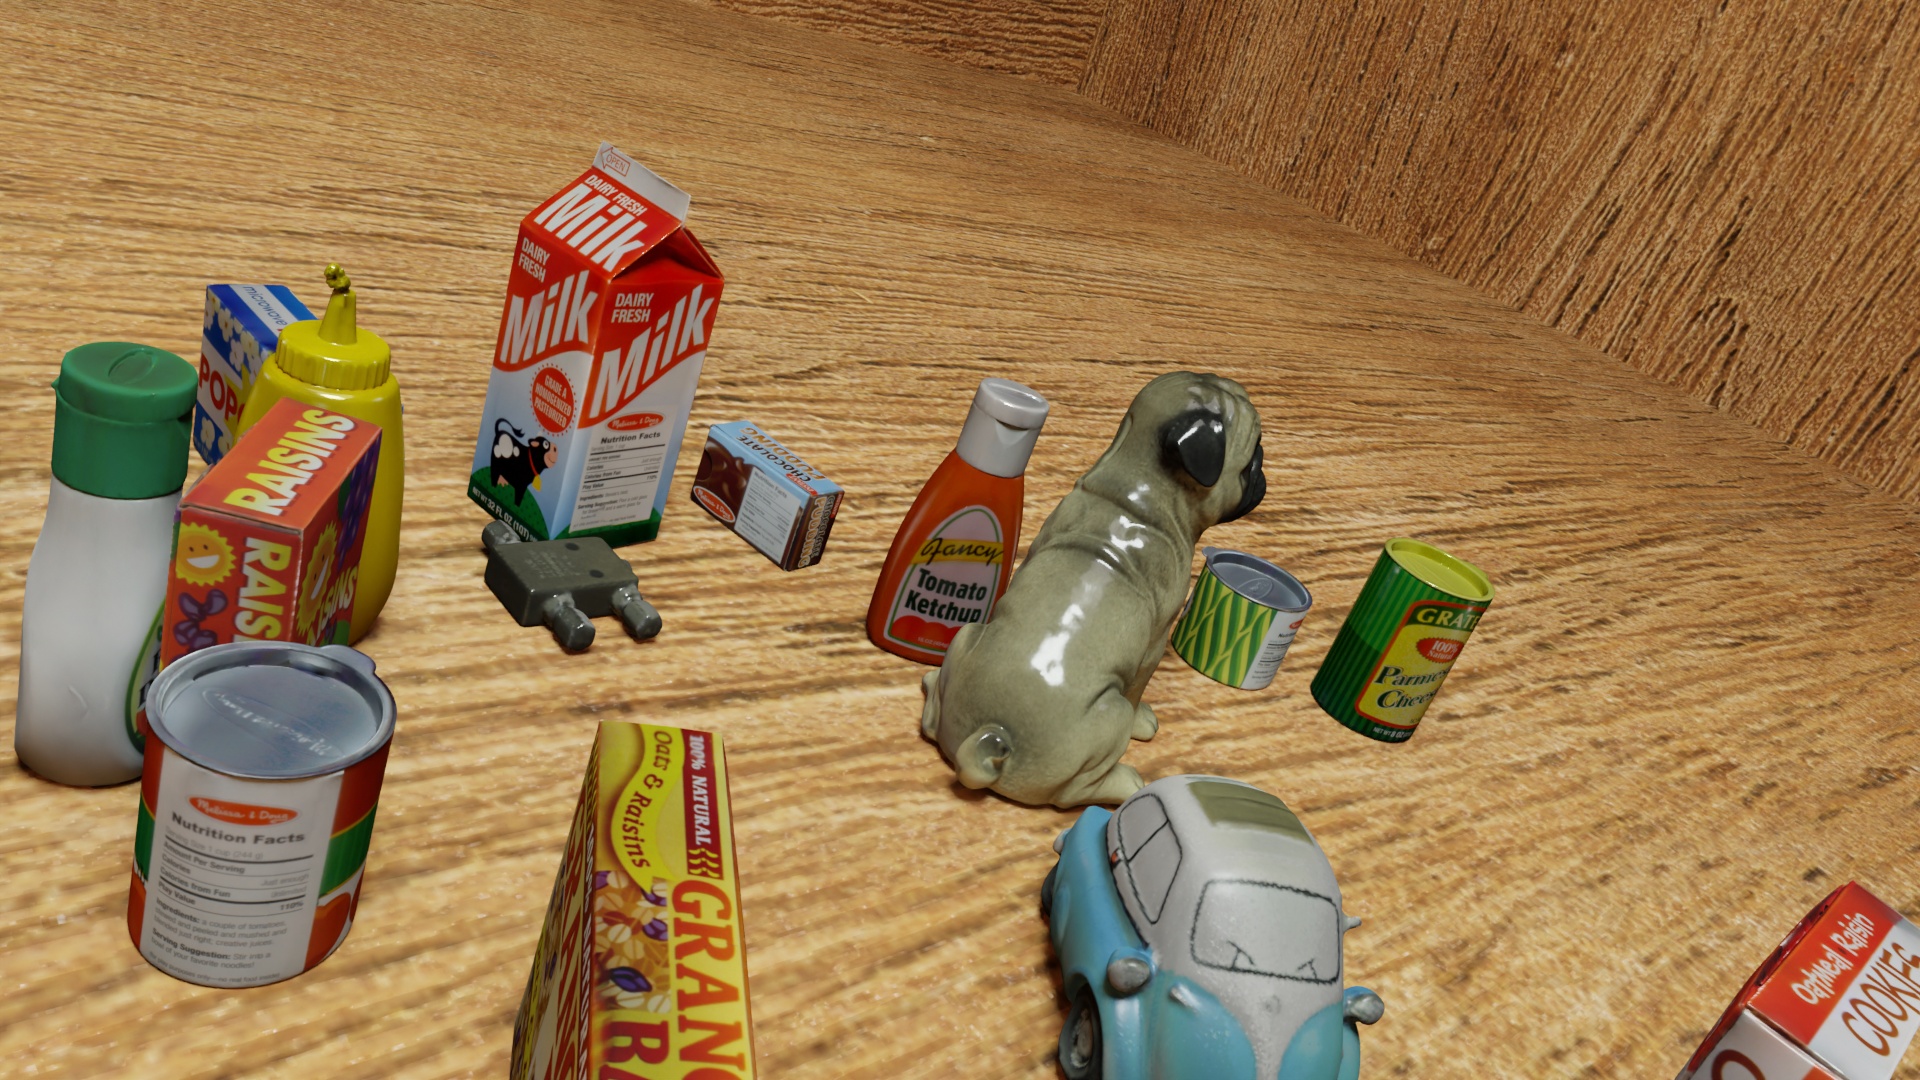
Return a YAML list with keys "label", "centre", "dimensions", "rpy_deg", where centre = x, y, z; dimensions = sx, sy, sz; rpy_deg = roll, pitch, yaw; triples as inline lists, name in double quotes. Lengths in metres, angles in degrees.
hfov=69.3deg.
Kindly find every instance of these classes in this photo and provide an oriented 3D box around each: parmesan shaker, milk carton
- label: "parmesan shaker"
  centre: [0.260, 0.059, 0.815]
  dimensions: [0.071, 0.102, 0.071]
  rpy_deg: [17, 24, -8]
- label: "milk carton"
  centre: [-0.177, -0.093, 0.684]
  dimensions: [0.072, 0.189, 0.074]
  rpy_deg: [35, 28, 28]

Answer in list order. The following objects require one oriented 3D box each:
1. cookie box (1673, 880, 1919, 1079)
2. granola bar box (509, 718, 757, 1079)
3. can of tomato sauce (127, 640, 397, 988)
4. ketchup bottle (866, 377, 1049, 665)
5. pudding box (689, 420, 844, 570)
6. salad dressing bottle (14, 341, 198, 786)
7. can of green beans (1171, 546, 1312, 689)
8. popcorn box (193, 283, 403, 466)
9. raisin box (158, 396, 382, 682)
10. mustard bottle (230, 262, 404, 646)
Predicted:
- label: "cookie box"
  centre: [0.235, 0.196, 0.438]
  dimensions: [0.123, 0.166, 0.040]
  rpy_deg: [-8, 37, -47]
- label: "granola bar box"
  centre: [-0.086, 0.144, 0.349]
  dimensions: [0.039, 0.123, 0.166]
  rpy_deg: [12, 26, -19]
- label: "can of tomato sauce"
  centre: [-0.214, 0.082, 0.426]
  dimensions: [0.071, 0.082, 0.071]
  rpy_deg: [17, 25, -8]
- label: "ketchup bottle"
  centre: [0.003, -0.009, 0.701]
  dimensions: [0.065, 0.148, 0.044]
  rpy_deg: [14, 25, -14]
- label: "pudding box"
  centre: [-0.108, -0.026, 0.770]
  dimensions: [0.084, 0.049, 0.030]
  rpy_deg: [34, 28, 27]
- label: "salad dressing bottle"
  centre: [-0.275, 0.009, 0.450]
  dimensions: [0.044, 0.147, 0.064]
  rpy_deg: [13, 25, -17]
- label: "can of green beans"
  centre: [0.165, 0.047, 0.822]
  dimensions: [0.071, 0.057, 0.071]
  rpy_deg: [17, 25, -8]
- label: "popcorn box"
  centre: [-0.304, -0.053, 0.631]
  dimensions: [0.127, 0.084, 0.038]
  rpy_deg: [37, 29, 32]
- label: "raisin box"
  centre: [-0.238, 0.025, 0.477]
  dimensions: [0.040, 0.122, 0.086]
  rpy_deg: [15, 25, -12]
- label: "mustard bottle"
  centre: [-0.249, -0.033, 0.543]
  dimensions: [0.065, 0.159, 0.049]
  rpy_deg: [23, 24, 5]
